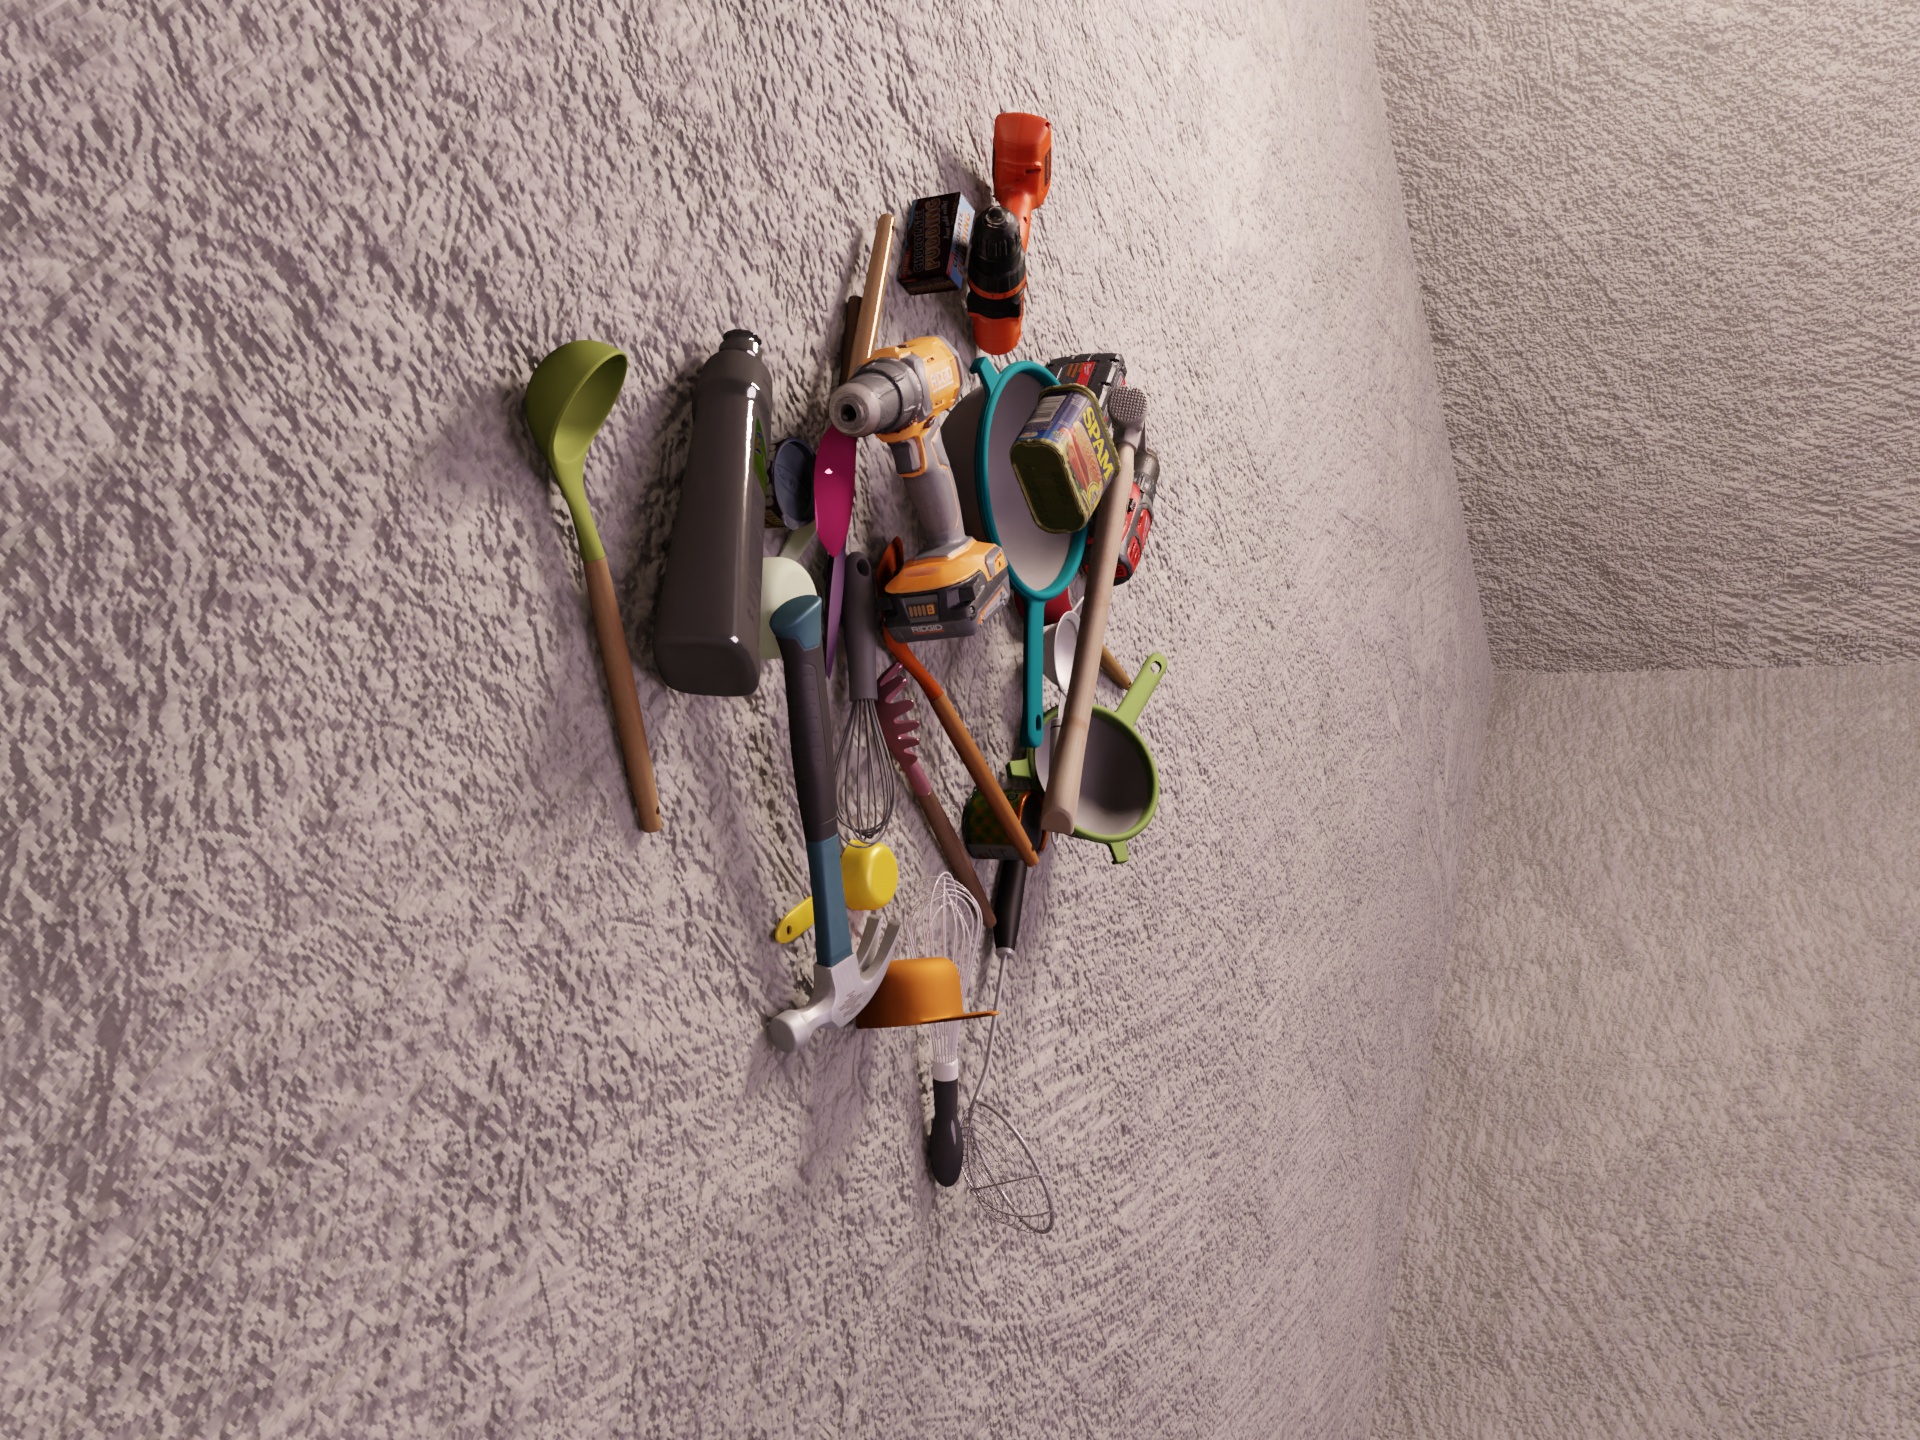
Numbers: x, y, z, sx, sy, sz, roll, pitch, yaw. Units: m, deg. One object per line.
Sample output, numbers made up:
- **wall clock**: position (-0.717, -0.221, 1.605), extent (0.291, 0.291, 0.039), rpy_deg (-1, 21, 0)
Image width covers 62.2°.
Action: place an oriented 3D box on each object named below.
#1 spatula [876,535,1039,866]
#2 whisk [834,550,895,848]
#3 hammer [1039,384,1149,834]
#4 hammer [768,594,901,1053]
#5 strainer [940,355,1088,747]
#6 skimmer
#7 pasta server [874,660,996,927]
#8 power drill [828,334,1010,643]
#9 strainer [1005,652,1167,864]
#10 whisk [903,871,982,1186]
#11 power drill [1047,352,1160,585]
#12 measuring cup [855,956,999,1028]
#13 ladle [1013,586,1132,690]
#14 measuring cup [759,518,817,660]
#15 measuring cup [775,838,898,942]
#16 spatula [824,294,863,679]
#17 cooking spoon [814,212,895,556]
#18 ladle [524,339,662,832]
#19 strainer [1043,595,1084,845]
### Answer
- **spatula**: position (-0.002, -0.004, 1.369), extent (0.322, 0.041, 0.081), rpy_deg (60, 24, -21)
- **whisk**: position (-0.081, -0.018, 1.267), extent (0.055, 0.055, 0.239), rpy_deg (11, 74, -61)
- **hammer**: position (0.126, -0.096, 1.493), extent (0.146, 0.038, 0.411), rpy_deg (49, 51, -79)
- **hammer**: position (-0.105, 0.072, 1.175), extent (0.128, 0.033, 0.331), rpy_deg (-25, 117, -48)
- **strainer**: position (0.032, -0.146, 1.425), extent (0.211, 0.095, 0.340), rpy_deg (-2, 92, -61)
- **skimmer**: position (0.060, 0.279, 1.465), extent (0.127, 0.090, 0.364), rpy_deg (124, -22, -62)
- **pasta server**: position (-0.016, 0.076, 1.386), extent (0.060, 0.040, 0.315), rpy_deg (-108, 175, -51)
- **power drill**: position (-0.035, -0.177, 1.237), extent (0.185, 0.084, 0.226), rpy_deg (-47, 129, -62)
- **strainer**: position (0.142, 0.027, 1.618), extent (0.151, 0.069, 0.256), rpy_deg (39, 52, -6)
- **whisk**: position (-0.013, 0.268, 1.370), extent (0.070, 0.070, 0.284), rpy_deg (-21, 113, -60)
- **power drill**: position (0.155, -0.279, 1.679), extent (0.226, 0.080, 0.188), rpy_deg (64, 37, -43)
- **measuring cup**: position (-0.021, 0.210, 1.244), extent (0.095, 0.173, 0.052), rpy_deg (-1, 79, -32)
- **ladle**: position (0.129, -0.088, 1.662), extent (0.069, 0.031, 0.315), rpy_deg (-63, 151, -7)
- **measuring cup**: position (-0.120, -0.116, 1.197), extent (0.083, 0.038, 0.168), rpy_deg (62, 39, -40)
- **measuring cup**: position (-0.094, 0.140, 1.246), extent (0.156, 0.029, 0.062), rpy_deg (-34, 118, -59)
- **spatula**: position (-0.094, -0.190, 1.264), extent (0.059, 0.018, 0.316), rpy_deg (94, -1, -79)
- **cooking spoon**: position (-0.080, -0.273, 1.254), extent (0.068, 0.017, 0.319), rpy_deg (53, 39, -58)
- **ladle**: position (-0.215, -0.077, 1.005), extent (0.078, 0.062, 0.320), rpy_deg (-55, 139, -65)
- **strainer**: position (0.094, -0.002, 1.538), extent (0.086, 0.050, 0.259), rpy_deg (46, 43, -57)
